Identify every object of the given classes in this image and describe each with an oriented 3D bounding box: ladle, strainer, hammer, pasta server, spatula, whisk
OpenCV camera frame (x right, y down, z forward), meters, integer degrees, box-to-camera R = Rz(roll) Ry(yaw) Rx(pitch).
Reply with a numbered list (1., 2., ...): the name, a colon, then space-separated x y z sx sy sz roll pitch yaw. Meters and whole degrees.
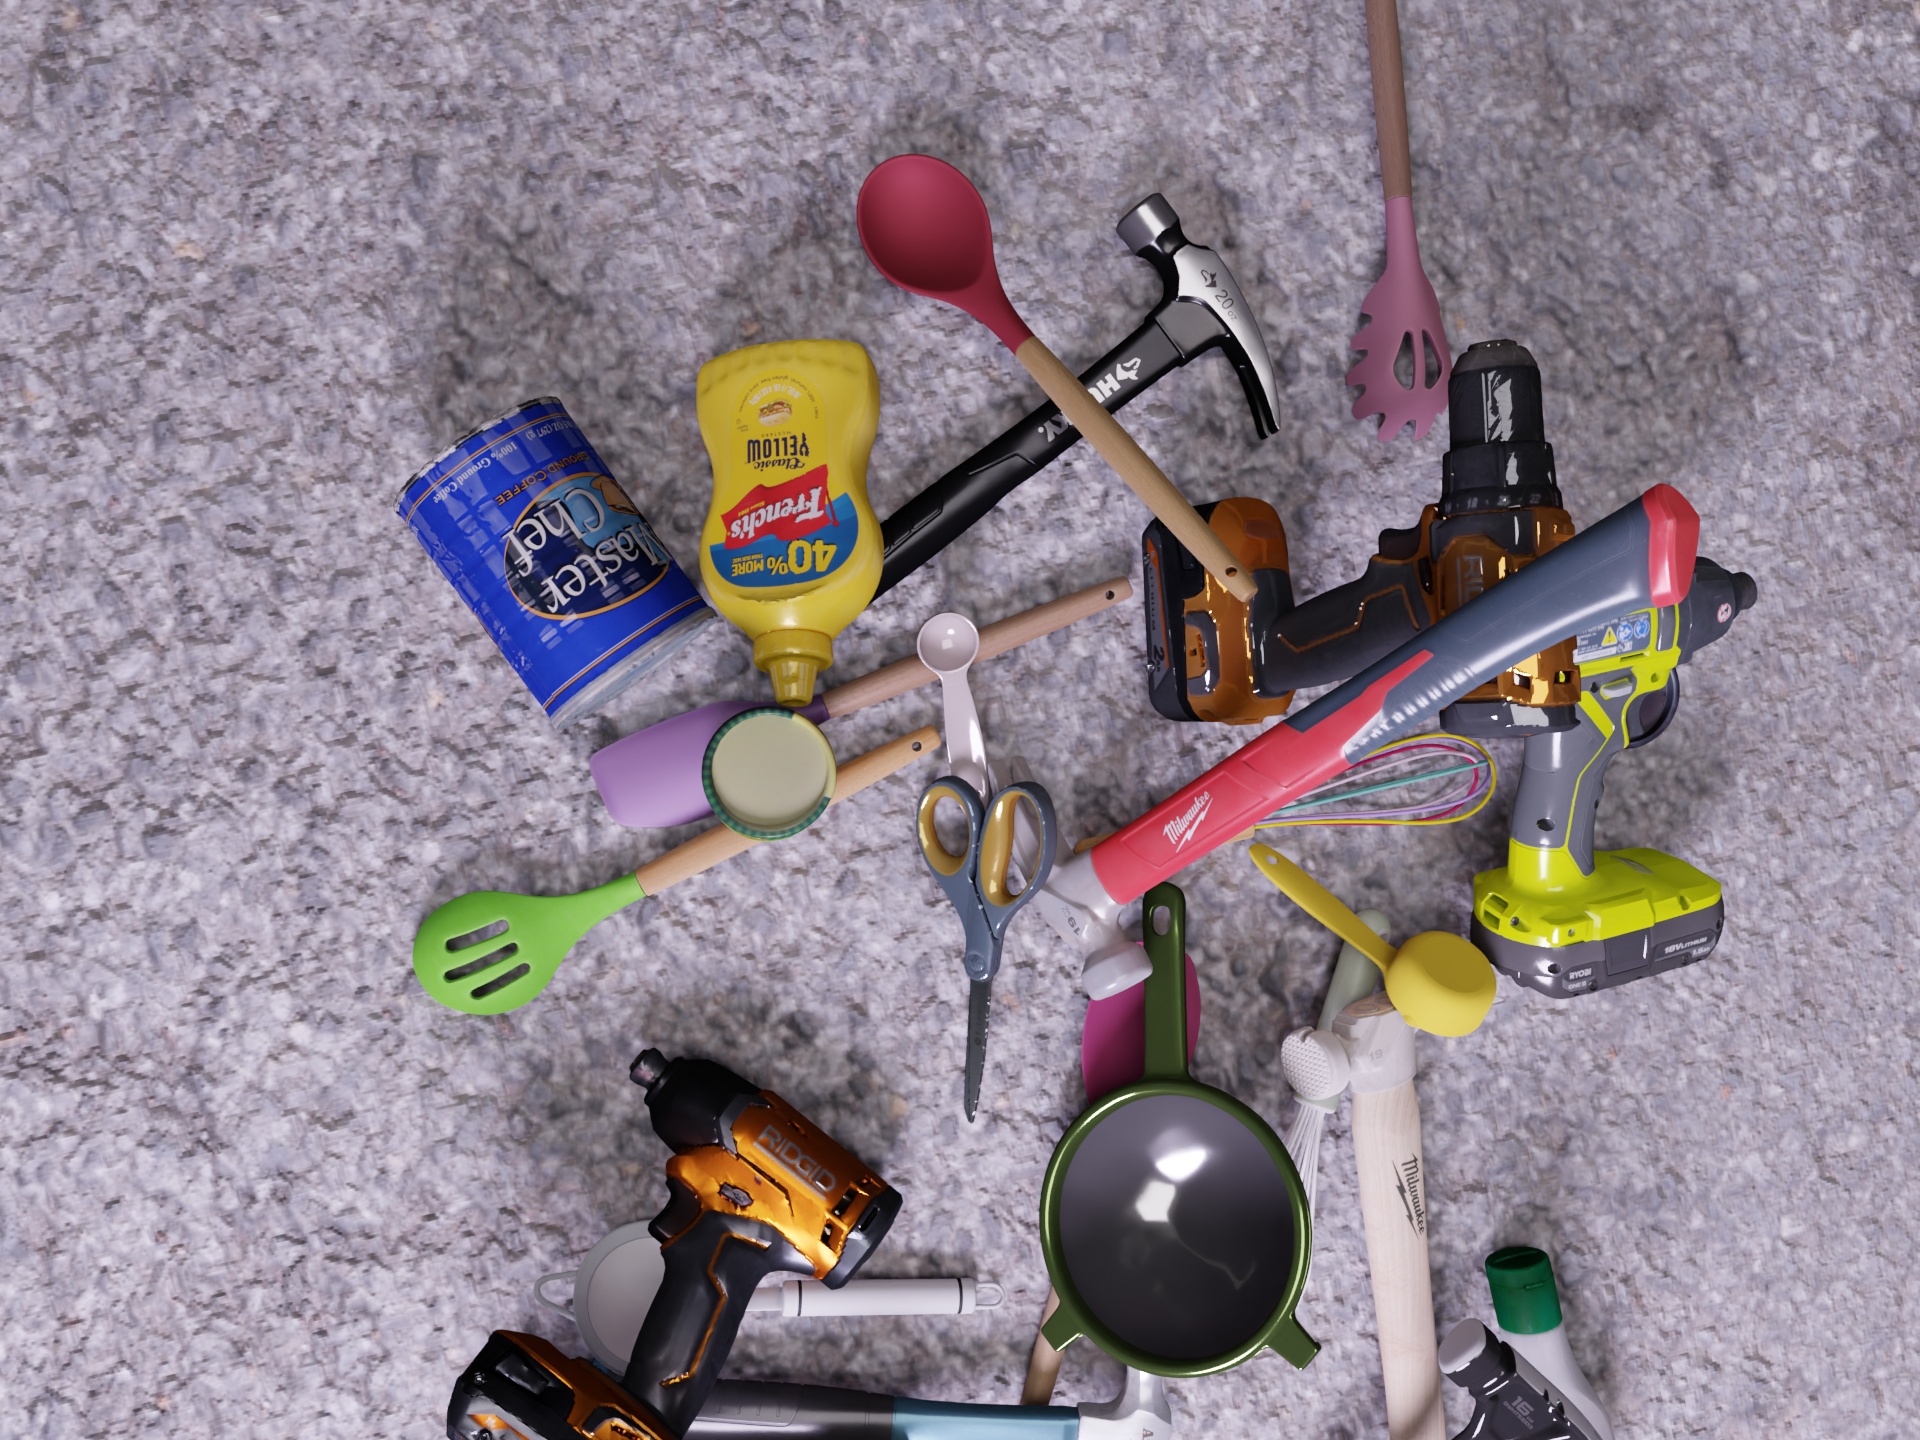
1. ladle: 0.051 -0.181 0.841 0.069 0.031 0.315 -40 74 7
2. strainer: -0.101 0.320 0.874 0.258 0.050 0.087 3 50 -11
3. strainer: 0.123 0.219 0.871 0.151 0.069 0.256 -8 72 27
4. hammer: -0.051 0.382 0.872 0.331 0.033 0.128 5 90 -1
5. hammer: 0.260 0.355 0.900 0.146 0.038 0.410 -11 99 -33
6. pasta server: 0.244 -0.319 0.905 0.060 0.040 0.316 -4 87 -6
7. spatula: -0.050 -0.015 0.884 0.316 0.018 0.059 -23 103 -4
8. whisk: 0.198 0.225 0.902 0.057 0.059 0.246 23 84 -42
9. whisk: 0.185 0.053 0.897 0.245 0.051 0.047 -13 98 -2
10. hammer: 0.025 -0.135 0.881 0.335 0.035 0.146 -38 94 -4
11. hammer: 0.165 -0.004 0.762 0.386 0.038 0.143 -38 71 38
12. hammer: 0.202 0.472 0.865 0.127 0.034 0.337 44 103 -3

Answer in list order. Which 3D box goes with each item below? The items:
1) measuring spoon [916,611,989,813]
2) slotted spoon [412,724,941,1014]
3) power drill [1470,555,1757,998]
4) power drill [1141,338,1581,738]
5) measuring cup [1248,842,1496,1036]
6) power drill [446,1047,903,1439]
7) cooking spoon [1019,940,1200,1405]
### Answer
1. measuring spoon: -0.001 -0.003 0.881 0.034 0.018 0.124 -12 112 -8
2. slotted spoon: -0.153 0.076 0.872 0.314 0.031 0.070 -26 102 -6
3. power drill: 0.350 0.024 0.858 0.171 0.080 0.223 -11 110 -15
4. power drill: 0.200 -0.083 0.805 0.084 0.226 0.185 -4 92 -42
5. measuring cup: 0.226 0.111 0.878 0.157 0.029 0.062 39 48 20
6. power drill: -0.155 0.285 0.812 0.164 0.084 0.226 38 57 4
7. cooking spoon: 0.071 0.280 0.901 0.068 0.017 0.319 16 89 -13
